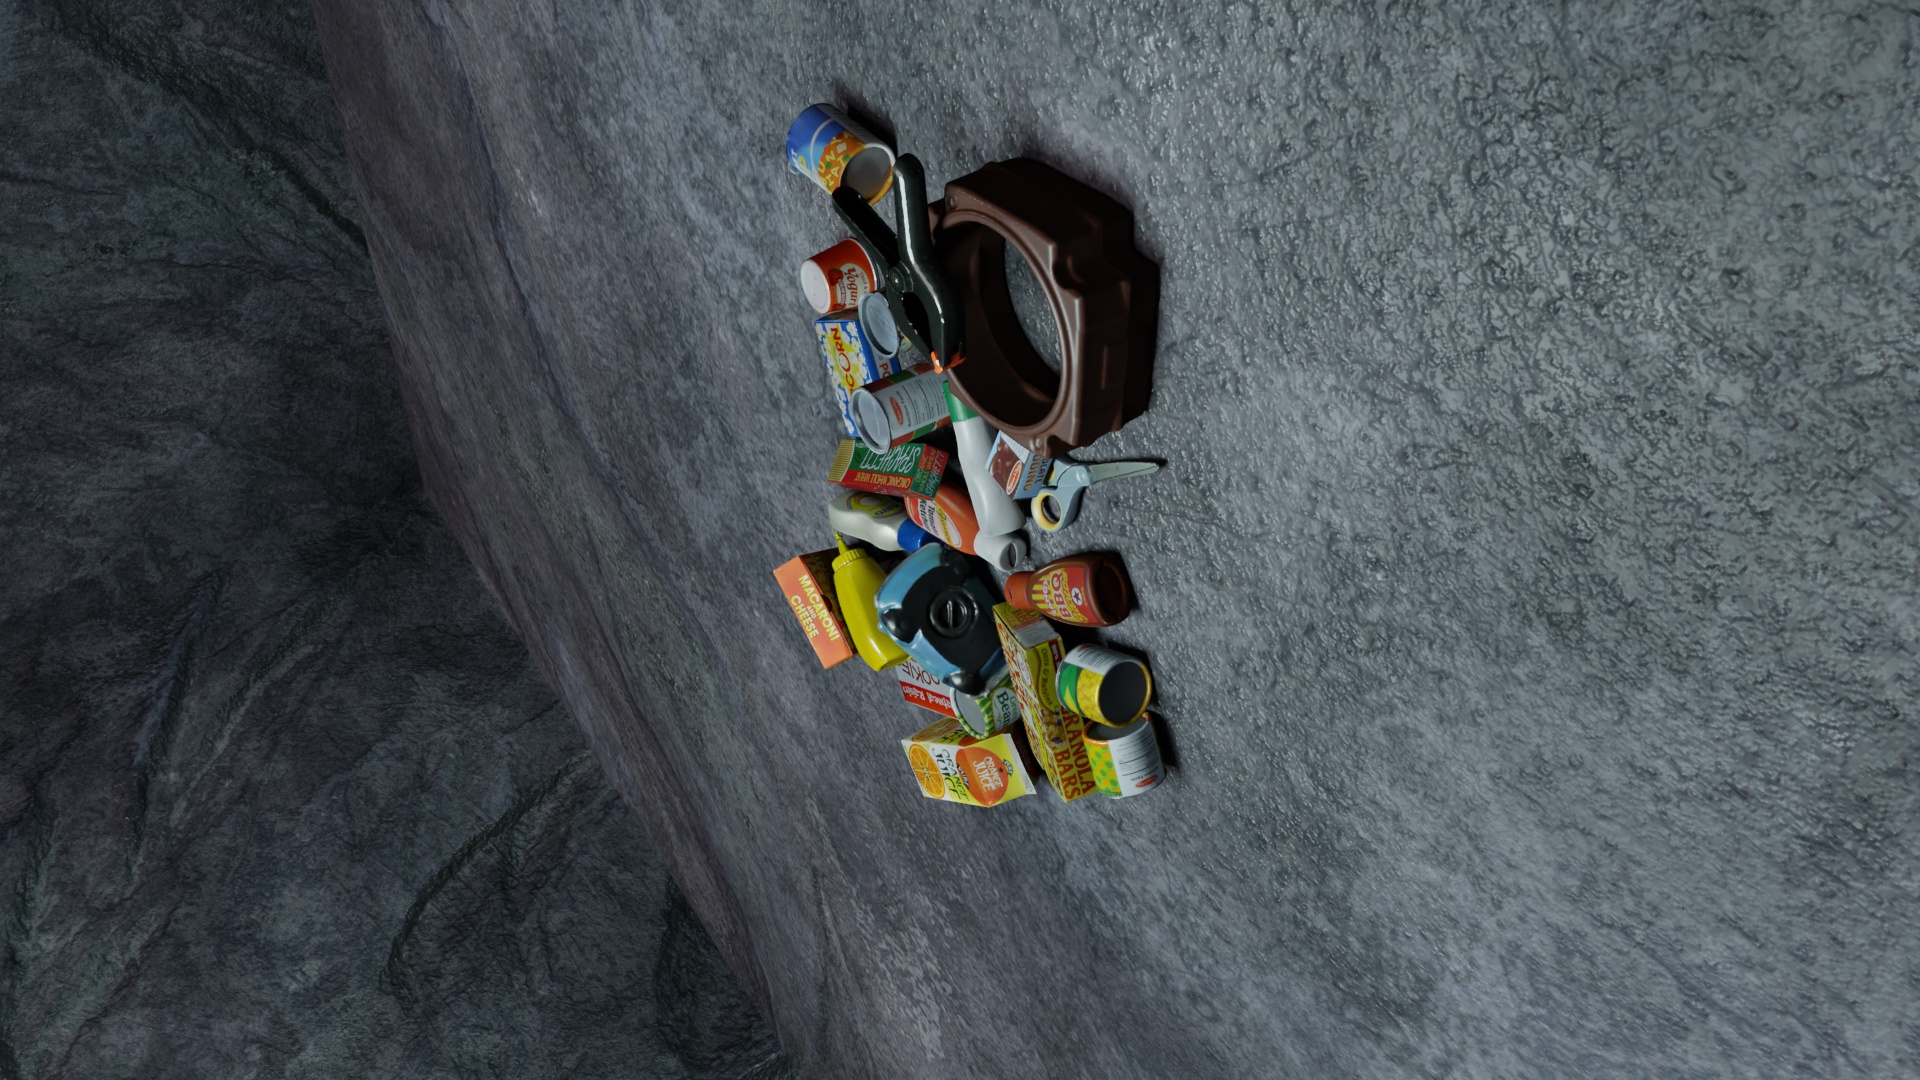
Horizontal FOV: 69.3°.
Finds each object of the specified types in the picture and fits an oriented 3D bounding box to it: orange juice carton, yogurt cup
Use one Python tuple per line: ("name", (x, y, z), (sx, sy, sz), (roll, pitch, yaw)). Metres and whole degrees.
("orange juice carton", (0.018, 0.238, 1.511), (0.192, 0.073, 0.071), (-10, 104, 61))
("yogurt cup", (-0.120, -0.256, 1.357), (0.072, 0.054, 0.072), (40, 143, 39))

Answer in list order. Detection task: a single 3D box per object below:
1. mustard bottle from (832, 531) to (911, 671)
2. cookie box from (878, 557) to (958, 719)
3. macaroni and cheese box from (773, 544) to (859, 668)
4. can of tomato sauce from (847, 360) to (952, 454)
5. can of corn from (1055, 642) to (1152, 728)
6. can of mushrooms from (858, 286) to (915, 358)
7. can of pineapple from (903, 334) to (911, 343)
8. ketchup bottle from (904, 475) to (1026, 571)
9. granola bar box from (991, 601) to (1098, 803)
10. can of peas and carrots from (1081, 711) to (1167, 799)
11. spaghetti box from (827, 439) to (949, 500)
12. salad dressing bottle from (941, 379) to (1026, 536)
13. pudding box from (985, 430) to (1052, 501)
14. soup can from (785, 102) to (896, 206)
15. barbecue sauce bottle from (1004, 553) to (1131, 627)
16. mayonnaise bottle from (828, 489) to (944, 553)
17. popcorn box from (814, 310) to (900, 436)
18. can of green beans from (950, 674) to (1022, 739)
("mustard bottle", (-0.100, 0.060, 1.497), (0.160, 0.065, 0.048), (64, 145, 17))
("cookie box", (-0.037, 0.108, 1.533), (0.123, 0.040, 0.167), (9, 119, 57))
("macaroni and cheese box", (-0.135, 0.070, 1.562), (0.124, 0.040, 0.167), (61, -165, 4))
("can of tomato sauce", (-0.053, -0.128, 1.318), (0.071, 0.083, 0.070), (40, 144, 38))
("can of corn", (0.129, 0.132, 1.241), (0.058, 0.071, 0.071), (13, 124, 55))
("can of mushrooms", (-0.065, -0.211, 1.323), (0.071, 0.033, 0.070), (41, 144, 38))
("can of pineapple", (-0.020, -0.209, 1.215), (0.071, 0.071, 0.057), (37, 142, 40))
("ketchup bottle", (0.005, -0.017, 1.355), (0.149, 0.044, 0.064), (34, 144, 43))
("granola bar box", (0.080, 0.149, 1.325), (0.124, 0.039, 0.165), (-128, 22, -70))
("can of peas and carrots", (0.147, 0.192, 1.261), (0.071, 0.071, 0.058), (9, 120, 57))
("spaghetti box", (-0.077, -0.074, 1.402), (0.250, 0.029, 0.050), (12, 82, 66))
("salad dressing bottle", (0.020, -0.079, 1.273), (0.064, 0.044, 0.147), (-112, 5, -80))
("pudding box", (0.056, -0.082, 1.201), (0.050, 0.030, 0.083), (52, 135, 37))
("soup can", (-0.109, -0.343, 1.249), (0.084, 0.071, 0.071), (43, 146, 33))
("barbecue sauce bottle", (0.093, 0.045, 1.255), (0.148, 0.044, 0.064), (-4, 103, 61))
("mayonnaise bottle", (-0.075, -0.018, 1.474), (0.148, 0.065, 0.041), (22, 129, 46))
("popcorn box", (-0.097, -0.169, 1.407), (0.085, 0.038, 0.126), (11, 122, 55))
("can of green beans", (0.031, 0.166, 1.446), (0.071, 0.058, 0.071), (40, 144, 38))
